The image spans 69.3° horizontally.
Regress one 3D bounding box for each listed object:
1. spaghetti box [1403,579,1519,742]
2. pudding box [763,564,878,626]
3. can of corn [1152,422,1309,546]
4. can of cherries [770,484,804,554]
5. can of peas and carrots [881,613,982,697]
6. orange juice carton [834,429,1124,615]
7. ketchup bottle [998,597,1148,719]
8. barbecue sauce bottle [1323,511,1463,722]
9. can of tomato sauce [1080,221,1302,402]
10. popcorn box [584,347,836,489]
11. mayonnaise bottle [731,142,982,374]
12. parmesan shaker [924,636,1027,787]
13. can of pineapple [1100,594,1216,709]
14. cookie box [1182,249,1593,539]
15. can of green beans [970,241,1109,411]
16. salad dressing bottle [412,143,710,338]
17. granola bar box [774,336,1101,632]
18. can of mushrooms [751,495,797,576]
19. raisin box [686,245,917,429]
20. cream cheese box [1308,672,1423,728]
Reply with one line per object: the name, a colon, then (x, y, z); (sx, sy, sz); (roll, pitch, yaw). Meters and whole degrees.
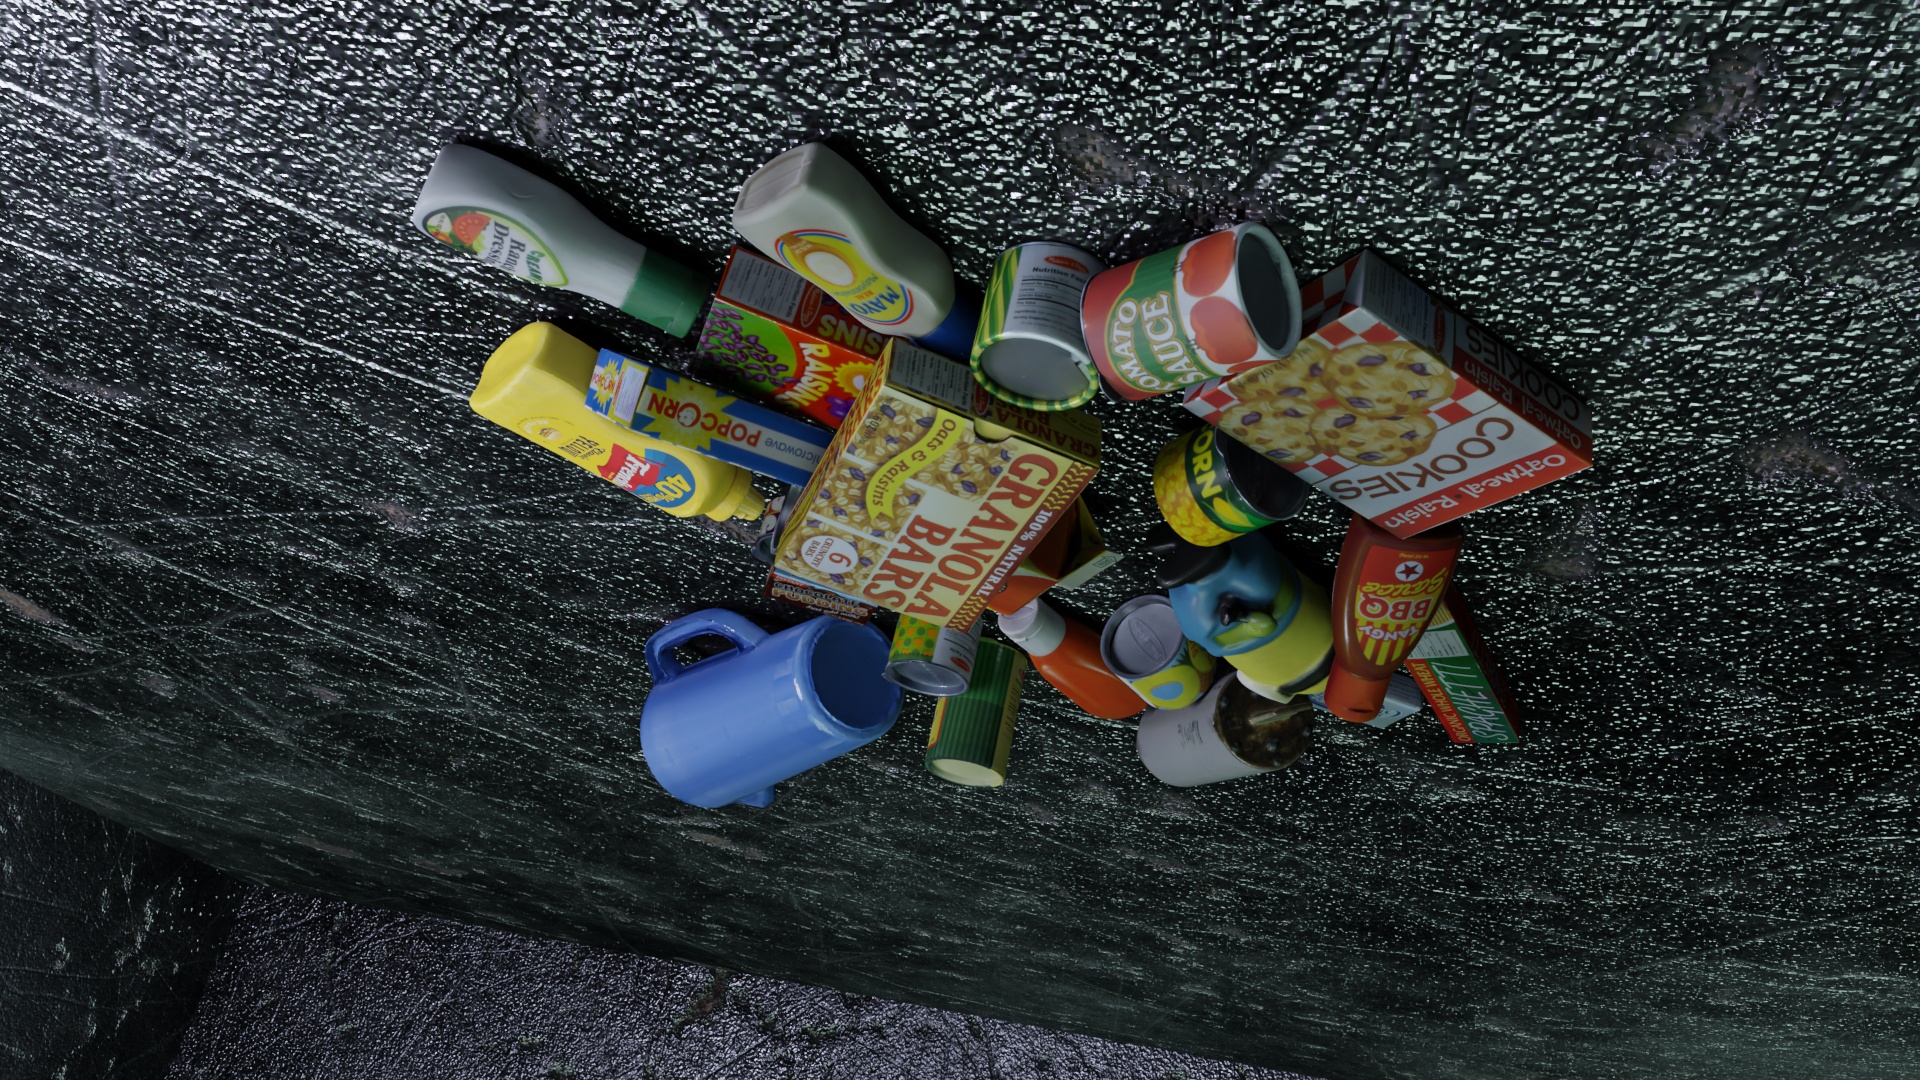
spaghetti box: (0.334, 0.080, 0.955); (0.050, 0.029, 0.249); (-6, 147, 32)
pudding box: (-0.102, 0.033, 1.048); (0.084, 0.030, 0.049); (18, 151, -11)
can of corn: (0.148, -0.036, 0.774); (0.071, 0.071, 0.058); (27, 149, -26)
can of cherries: (-0.087, -0.014, 0.919); (0.058, 0.072, 0.071); (19, 152, -14)
can of peas and carrots: (-0.022, 0.082, 1.075); (0.071, 0.059, 0.070); (10, 152, 6)
orange juice carton: (0.003, -0.011, 0.875); (0.193, 0.073, 0.071); (21, 151, -16)
ketchup bottle: (0.085, 0.088, 1.059); (0.064, 0.044, 0.148); (-11, 144, 37)
barbecue sauce bottle: (0.255, 0.046, 0.845); (0.065, 0.044, 0.147); (3, 127, -2)
can of tomato sauce: (0.109, -0.106, 0.655); (0.083, 0.071, 0.071); (-13, 143, 39)
popcorn box: (-0.143, -0.069, 0.807); (0.127, 0.038, 0.085); (19, -176, -34)
mayonnaise bottle: (-0.040, -0.135, 0.694); (0.064, 0.041, 0.148); (-14, 143, 41)
parmesan shaker: (0.012, 0.138, 1.118); (0.071, 0.103, 0.071); (10, 152, 5)
can of pineapple: (0.144, 0.080, 0.995); (0.071, 0.071, 0.057); (-8, 146, 34)
cookie box: (0.219, -0.069, 0.713); (0.167, 0.040, 0.122); (27, 149, -24)
can of green beans: (0.042, -0.106, 0.696); (0.071, 0.058, 0.071); (10, 152, 5)
salad dressing bottle: (-0.206, -0.153, 0.727); (0.147, 0.044, 0.064); (23, 152, -20)
granola bar box: (-0.016, -0.023, 0.766); (0.124, 0.039, 0.164); (20, 137, -16)
can of mushrooms: (-0.111, -0.002, 0.982); (0.071, 0.033, 0.070); (10, 153, 5)
raisin box: (-0.081, -0.105, 0.771); (0.123, 0.040, 0.085); (20, 151, -12)
cream cheese box: (0.285, 0.109, 1.034); (0.104, 0.024, 0.053); (18, 152, -11)
